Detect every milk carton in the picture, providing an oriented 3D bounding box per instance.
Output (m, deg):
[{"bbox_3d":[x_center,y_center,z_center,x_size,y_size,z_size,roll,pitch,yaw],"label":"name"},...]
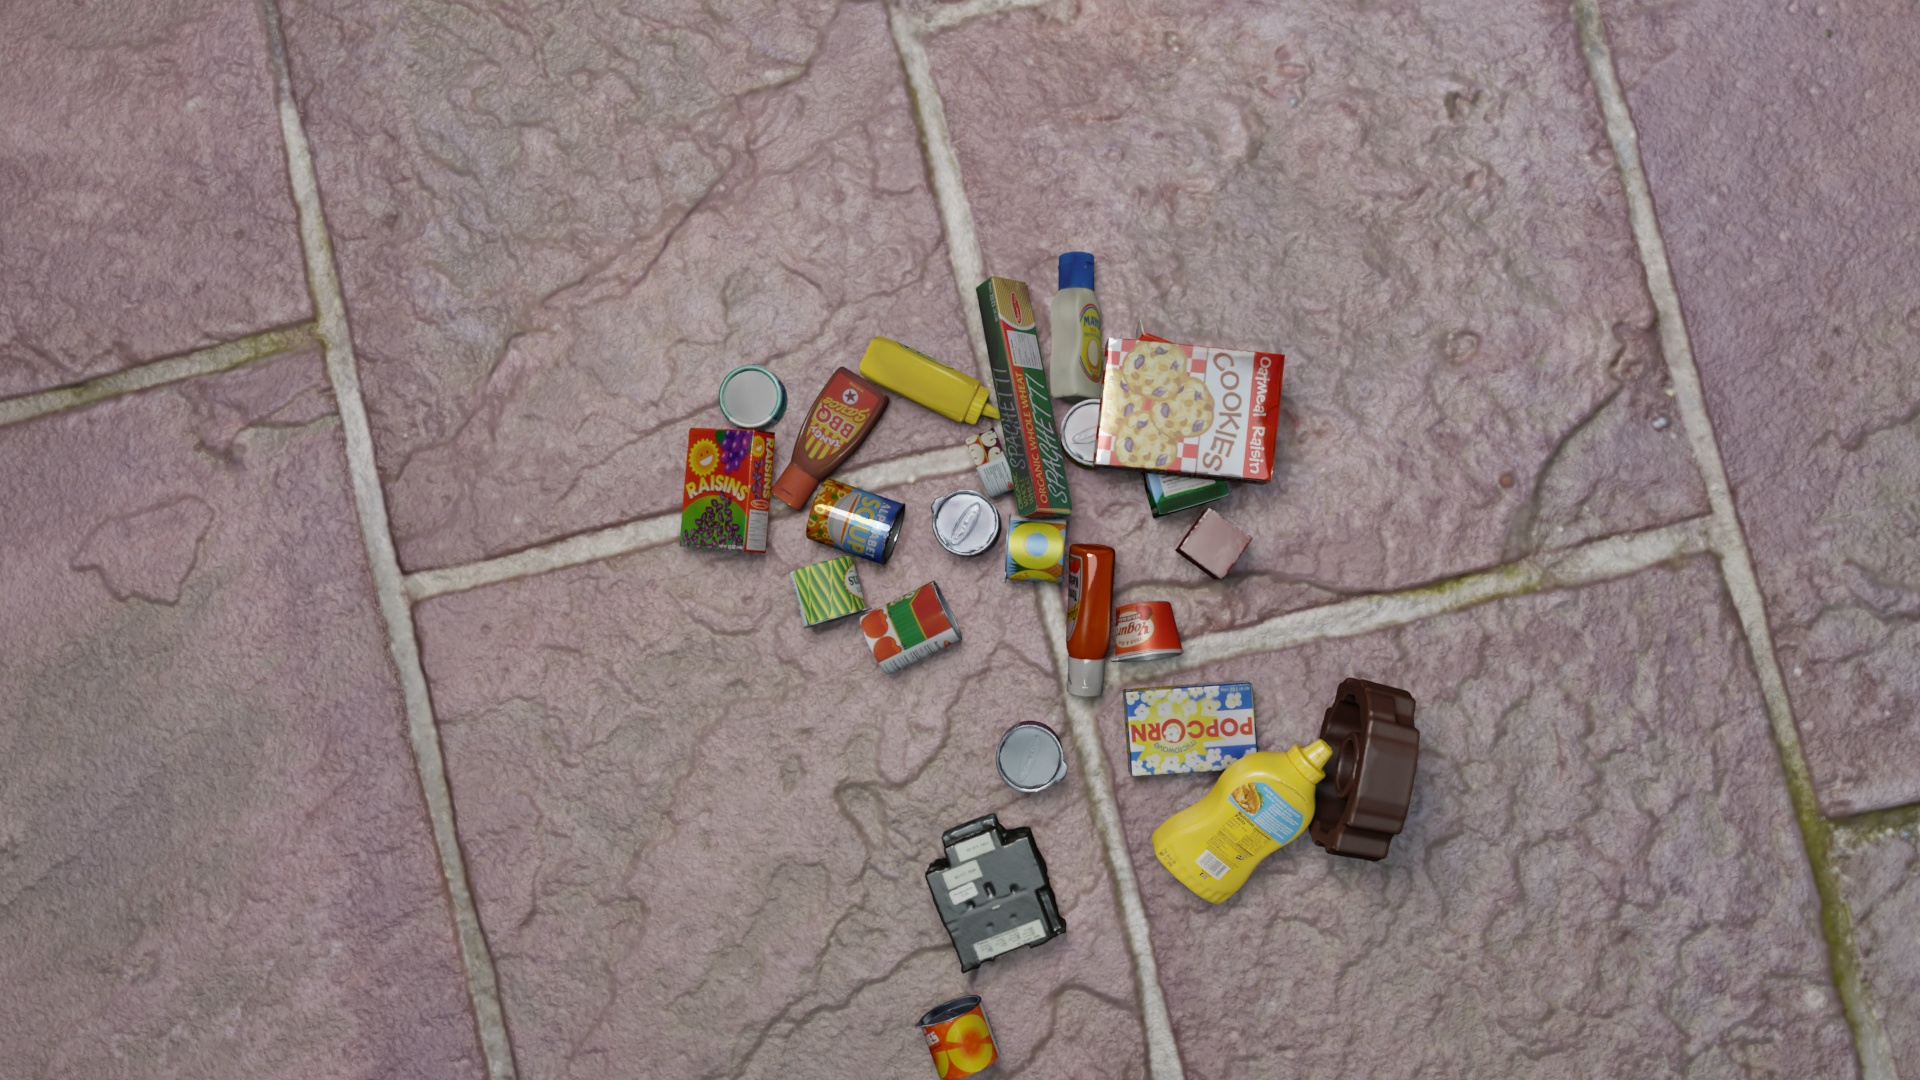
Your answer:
[{"bbox_3d":[0.202,-0.124,1.379,0.073,0.072,0.190,-16,87,2],"label":"milk carton"}]

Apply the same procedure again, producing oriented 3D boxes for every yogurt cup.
[{"bbox_3d":[0.184,0.090,1.376,0.072,0.072,0.054,-6,79,4],"label":"yogurt cup"}]

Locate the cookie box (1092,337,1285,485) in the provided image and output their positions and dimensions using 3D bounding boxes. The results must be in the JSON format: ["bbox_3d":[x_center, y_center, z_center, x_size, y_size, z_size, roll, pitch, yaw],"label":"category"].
[{"bbox_3d":[0.216,-0.123,1.321,0.167,0.040,0.123,6,87,2],"label":"cookie box"}]

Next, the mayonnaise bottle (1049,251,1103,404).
[{"bbox_3d":[0.117,-0.214,1.395,0.041,0.065,0.148,-4,84,37],"label":"mayonnaise bottle"}]

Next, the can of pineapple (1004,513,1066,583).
[{"bbox_3d":[0.075,0.010,1.384,0.058,0.071,0.071,4,88,4],"label":"can of pineapple"}]

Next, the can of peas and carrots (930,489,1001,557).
[{"bbox_3d":[0.005,-0.017,1.394,0.071,0.058,0.071,0,87,5],"label":"can of peas and carrots"}]

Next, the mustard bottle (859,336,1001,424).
[{"bbox_3d":[-0.022,-0.155,1.402,0.160,0.065,0.048,25,95,-1],"label":"mustard bottle"}]

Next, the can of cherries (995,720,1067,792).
[{"bbox_3d":[0.071,0.215,1.379,0.071,0.058,0.071,0,87,3],"label":"can of cherries"}]

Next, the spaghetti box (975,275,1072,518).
[{"bbox_3d":[0.062,-0.141,1.375,0.028,0.050,0.250,-26,69,46],"label":"spaghetti box"}]

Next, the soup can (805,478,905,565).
[{"bbox_3d":[-0.106,-0.019,1.395,0.084,0.071,0.071,19,89,5],"label":"soup can"}]

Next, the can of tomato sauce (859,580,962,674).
[{"bbox_3d":[-0.050,0.086,1.390,0.083,0.071,0.071,-27,86,3],"label":"can of tomato sauce"}]

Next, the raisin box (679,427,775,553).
[{"bbox_3d":[-0.236,-0.051,1.407,0.086,0.040,0.123,3,88,30],"label":"raisin box"}]

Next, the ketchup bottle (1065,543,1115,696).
[{"bbox_3d":[0.128,0.079,1.382,0.043,0.065,0.148,1,96,-9],"label":"ketchup bottle"}]

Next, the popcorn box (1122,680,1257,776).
[{"bbox_3d":[0.228,0.186,1.379,0.127,0.038,0.085,-4,88,4],"label":"popcorn box"}]

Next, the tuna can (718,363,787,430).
[{"bbox_3d":[-0.213,-0.149,1.428,0.071,0.033,0.071,0,88,4],"label":"tuna can"}]

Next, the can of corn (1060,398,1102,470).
[{"bbox_3d":[0.134,-0.103,1.389,0.071,0.058,0.071,0,88,4],"label":"can of corn"}]

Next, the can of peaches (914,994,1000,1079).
[{"bbox_3d":[-0.003,0.490,1.367,0.071,0.071,0.058,-21,87,3],"label":"can of peaches"}]

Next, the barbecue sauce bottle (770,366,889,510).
[{"bbox_3d":[-0.138,-0.101,1.415,0.065,0.043,0.148,34,90,5],"label":"barbecue sauce bottle"}]

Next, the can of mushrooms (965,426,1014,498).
[{"bbox_3d":[0.032,-0.079,1.393,0.033,0.071,0.071,-23,86,4],"label":"can of mushrooms"}]

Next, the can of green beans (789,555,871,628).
[{"bbox_3d":[-0.133,0.051,1.396,0.071,0.071,0.058,-16,86,3],"label":"can of green beans"}]
